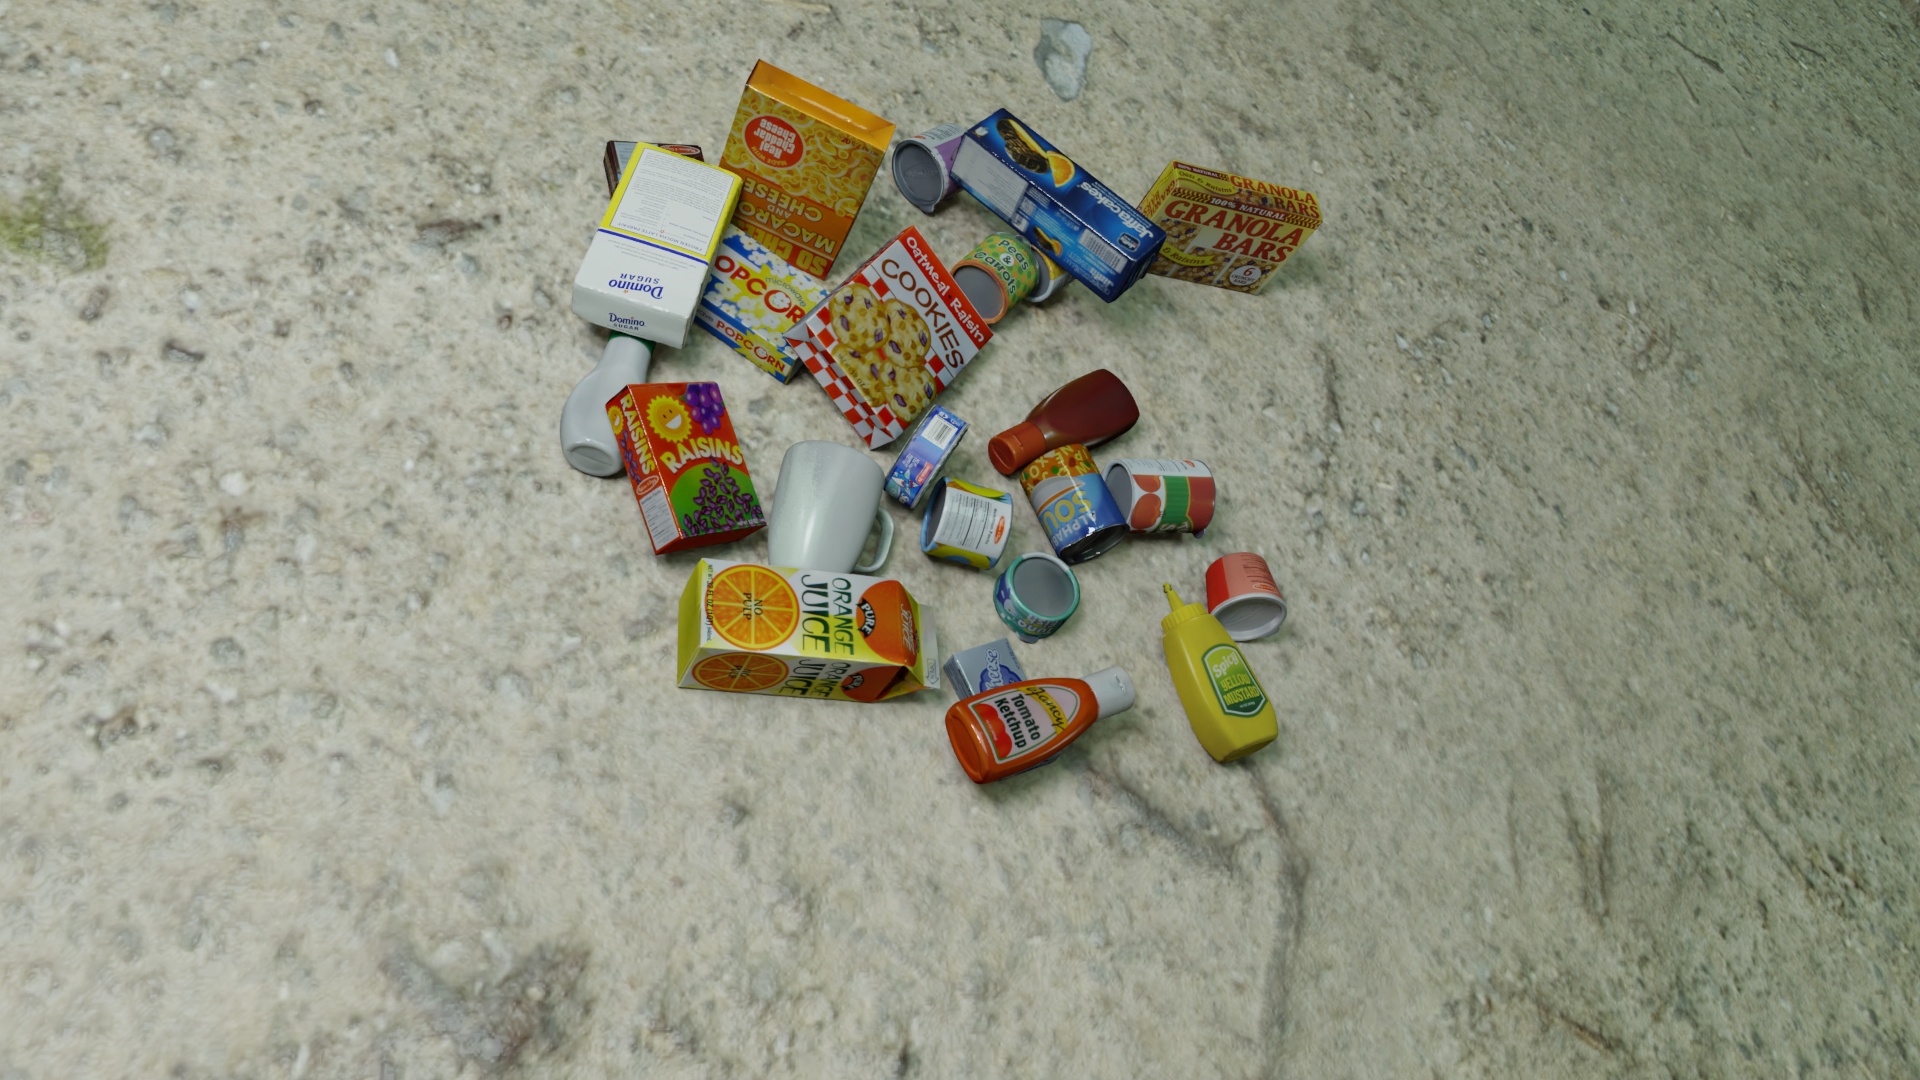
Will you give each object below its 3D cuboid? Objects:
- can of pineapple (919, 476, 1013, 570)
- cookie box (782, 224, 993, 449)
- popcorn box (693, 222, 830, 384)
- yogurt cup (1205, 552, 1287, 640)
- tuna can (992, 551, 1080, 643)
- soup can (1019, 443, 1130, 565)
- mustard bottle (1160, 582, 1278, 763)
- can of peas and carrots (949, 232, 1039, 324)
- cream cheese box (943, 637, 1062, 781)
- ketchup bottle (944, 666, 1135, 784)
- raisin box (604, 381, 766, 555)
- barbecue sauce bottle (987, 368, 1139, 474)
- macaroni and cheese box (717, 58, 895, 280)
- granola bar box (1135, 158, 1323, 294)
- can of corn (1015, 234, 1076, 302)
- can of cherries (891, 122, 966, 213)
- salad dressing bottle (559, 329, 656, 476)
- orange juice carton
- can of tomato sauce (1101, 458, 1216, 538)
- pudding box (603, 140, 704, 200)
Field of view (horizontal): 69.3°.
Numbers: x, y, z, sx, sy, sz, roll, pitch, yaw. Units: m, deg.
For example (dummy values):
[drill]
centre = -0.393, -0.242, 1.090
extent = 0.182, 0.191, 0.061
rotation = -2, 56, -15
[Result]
[can of pineapple]
centre = 0.004, -0.014, 1.134
extent = 0.058, 0.070, 0.071
rotation = 16, 56, -15
[cookie box]
centre = -0.058, -0.176, 1.194
extent = 0.122, 0.040, 0.168
rotation = 53, 51, -16
[popcorn box]
centre = -0.175, -0.203, 1.182
extent = 0.127, 0.038, 0.085
rotation = 35, 53, -2
[yogurt cup]
centre = 0.245, 0.047, 1.207
extent = 0.072, 0.072, 0.054
rotation = 10, 50, -19
[tuna can]
centre = 0.063, 0.046, 1.143
extent = 0.071, 0.032, 0.071
rotation = 11, 57, -18
[soup can]
centre = 0.095, -0.031, 1.182
extent = 0.071, 0.071, 0.084
rotation = -14, 67, -30
[mustard bottle]
centre = 0.205, 0.104, 1.162
extent = 0.065, 0.048, 0.160
rotation = -13, 67, -32
[can of peas and carrots]
centre = 0.031, -0.242, 1.279
extent = 0.071, 0.070, 0.059
rotation = 41, 54, 3
[cream cheese box]
centre = 0.032, 0.131, 1.083
extent = 0.053, 0.024, 0.104
rotation = -15, 68, -29
[ketchup bottle]
centre = 0.064, 0.133, 1.053
extent = 0.149, 0.043, 0.065
rotation = -15, 68, -31
[raisin box]
centre = -0.207, -0.057, 1.050
extent = 0.086, 0.040, 0.123
rotation = -11, 77, -49
[barbecue sauce bottle]
centre = 0.090, -0.102, 1.238
extent = 0.149, 0.043, 0.065
rotation = -28, 75, -34
[macaroni and cheese box]
centre = -0.141, -0.311, 1.183
extent = 0.124, 0.165, 0.040
rotation = 24, 54, -10
[granola bar box]
centre = 0.256, -0.311, 1.389
extent = 0.166, 0.123, 0.039
rotation = 7, 60, -21
[can of corn]
centre = 0.077, -0.269, 1.318
extent = 0.071, 0.070, 0.058
rotation = 47, 54, 7
[can of cherries]
centre = -0.022, -0.357, 1.330
extent = 0.071, 0.071, 0.059
rotation = 48, 53, 8
[salad dressing bottle]
centre = -0.269, -0.121, 1.088
extent = 0.064, 0.043, 0.148
rotation = 21, 53, -17
[orange juice carton]
centre = -0.107, 0.070, 1.027
extent = 0.193, 0.072, 0.072
rotation = 7, 58, -21
[can of tomato sauce]
centre = 0.172, -0.037, 1.223
extent = 0.083, 0.071, 0.071
rotation = 0, 61, -24
[pudding box]
centre = -0.266, -0.321, 1.217
extent = 0.084, 0.030, 0.050
rotation = -5, 62, -27
